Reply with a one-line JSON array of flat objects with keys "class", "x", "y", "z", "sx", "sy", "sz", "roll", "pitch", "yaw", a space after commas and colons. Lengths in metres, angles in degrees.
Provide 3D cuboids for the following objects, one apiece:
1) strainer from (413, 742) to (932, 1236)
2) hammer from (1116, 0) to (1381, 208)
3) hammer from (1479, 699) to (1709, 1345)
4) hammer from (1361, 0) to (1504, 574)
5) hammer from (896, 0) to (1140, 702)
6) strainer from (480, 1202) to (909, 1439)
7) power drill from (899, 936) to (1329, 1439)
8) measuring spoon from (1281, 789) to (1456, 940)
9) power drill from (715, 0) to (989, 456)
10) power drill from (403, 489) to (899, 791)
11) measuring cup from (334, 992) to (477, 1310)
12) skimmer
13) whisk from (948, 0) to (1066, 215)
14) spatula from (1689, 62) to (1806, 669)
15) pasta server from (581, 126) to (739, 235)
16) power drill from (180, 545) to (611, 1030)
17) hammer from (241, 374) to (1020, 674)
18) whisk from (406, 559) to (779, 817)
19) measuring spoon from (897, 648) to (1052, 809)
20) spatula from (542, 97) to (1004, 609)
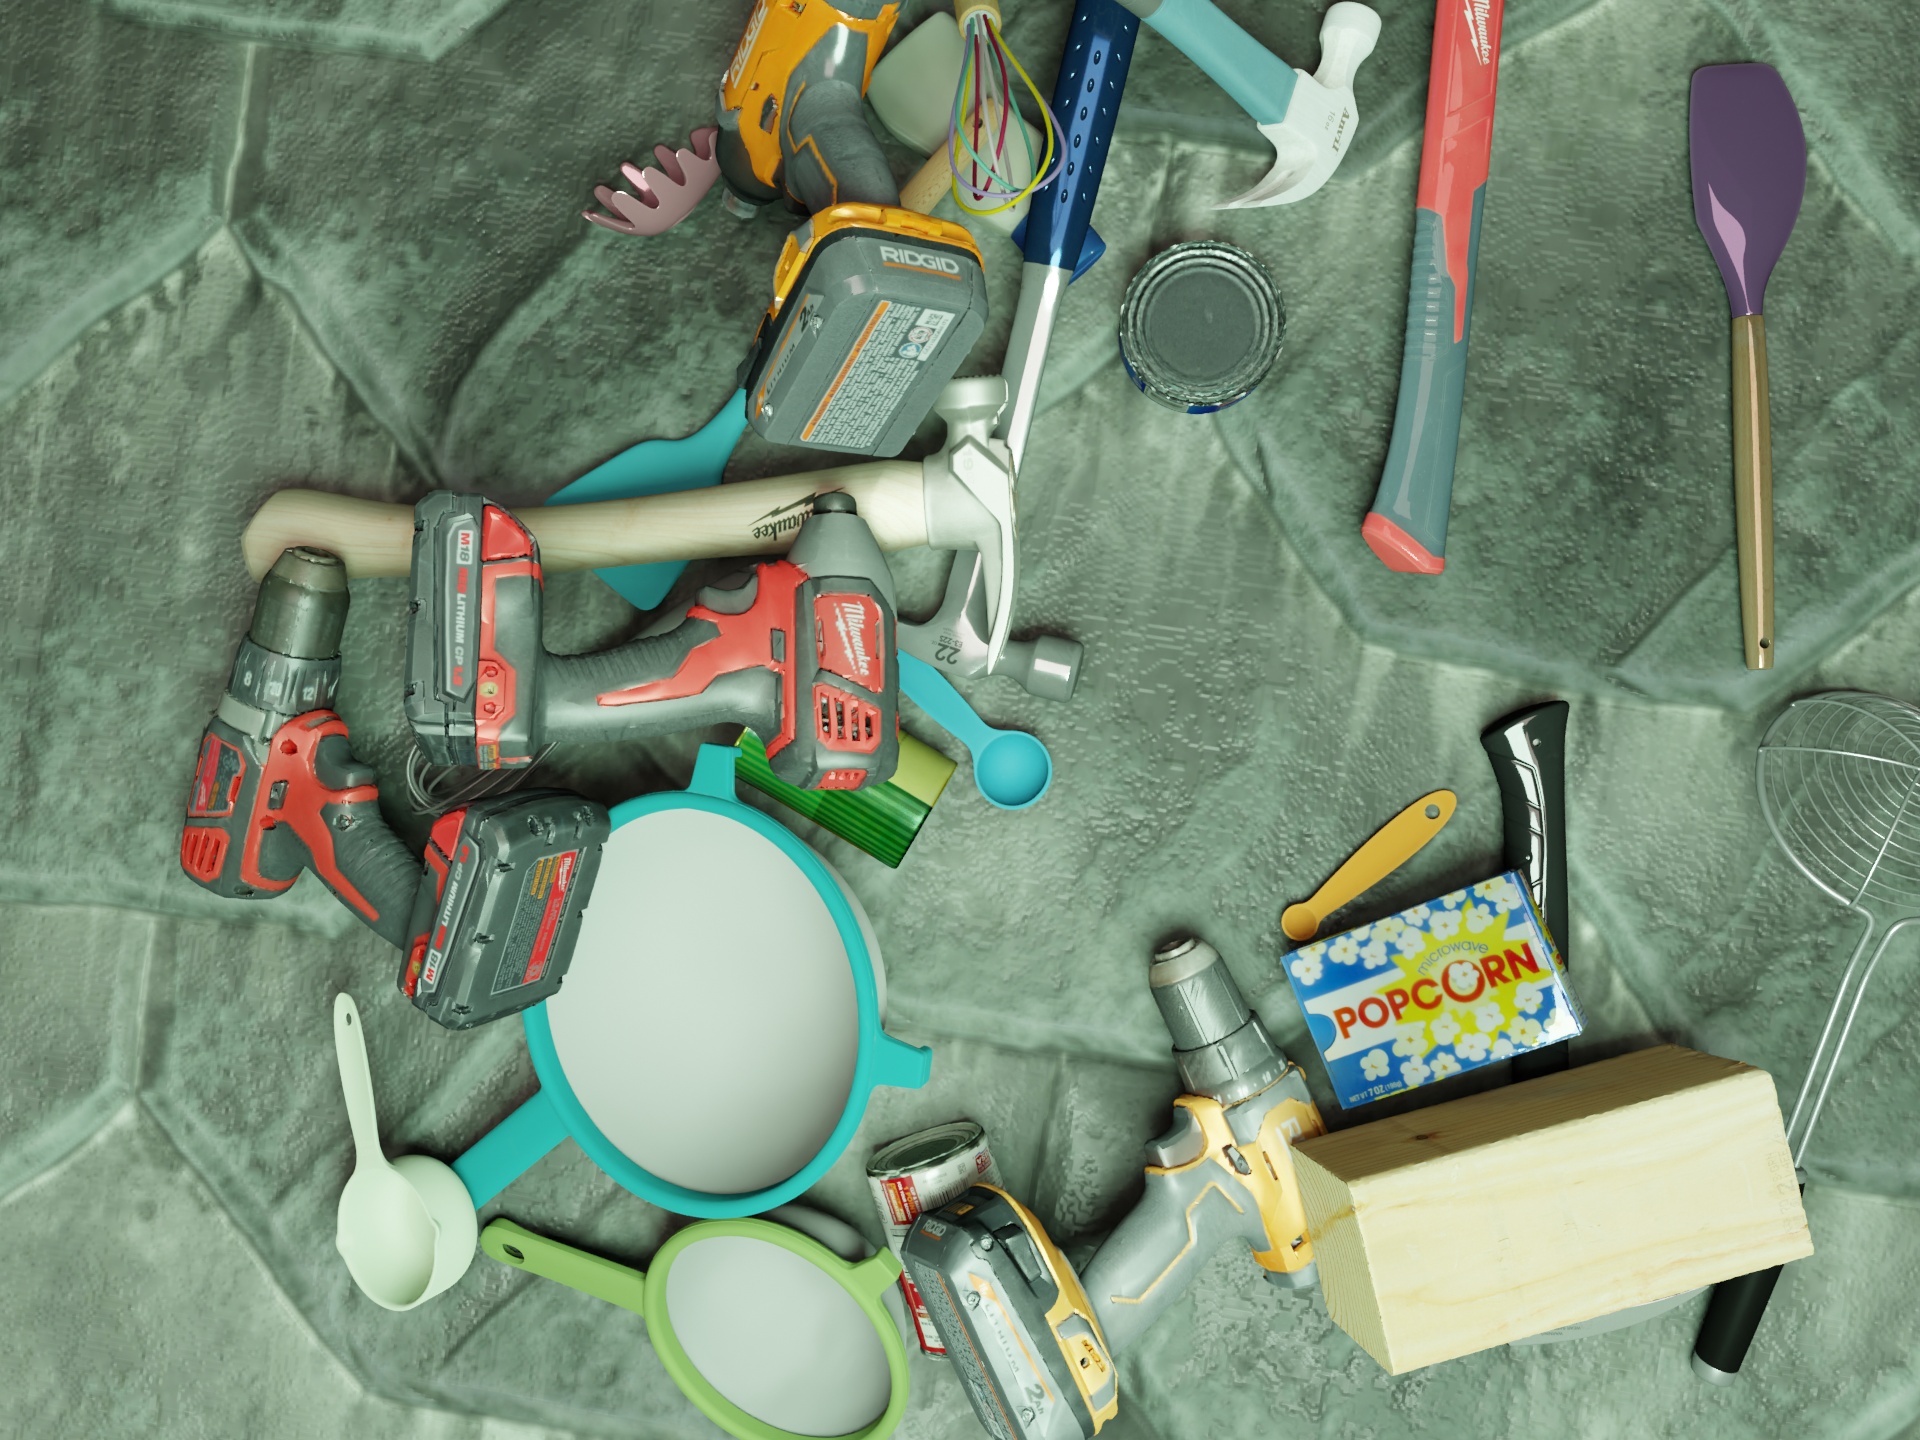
[{"class": "strainer", "x": -0.160, "y": 0.174, "z": 0.841, "sx": 0.340, "sy": 0.095, "sz": 0.211, "roll": -40, "pitch": 76, "yaw": 24}, {"class": "hammer", "x": 0.080, "y": -0.343, "z": 0.727, "sx": 0.330, "sy": 0.033, "sz": 0.128, "roll": 19, "pitch": 88, "yaw": -42}, {"class": "hammer", "x": 0.309, "y": 0.157, "z": 0.834, "sx": 0.146, "sy": 0.035, "sz": 0.335, "roll": -2, "pitch": 91, "yaw": 4}, {"class": "hammer", "x": 0.266, "y": -0.268, "z": 0.818, "sx": 0.143, "sy": 0.038, "sz": 0.386, "roll": 3, "pitch": 95, "yaw": -15}, {"class": "hammer", "x": 0.036, "y": -0.220, "z": 0.804, "sx": 0.144, "sy": 0.035, "sz": 0.405, "roll": 15, "pitch": 101, "yaw": 6}, {"class": "strainer", "x": -0.134, "y": 0.298, "z": 0.853, "sx": 0.256, "sy": 0.069, "sz": 0.151, "roll": 11, "pitch": 115, "yaw": 20}, {"class": "power drill", "x": 0.085, "y": 0.231, "z": 0.795, "sx": 0.226, "sy": 0.084, "sz": 0.185, "roll": -25, "pitch": 91, "yaw": -24}, {"class": "measuring spoon", "x": 0.218, "y": 0.077, "z": 0.850, "sx": 0.117, "sy": 0.011, "sz": 0.021, "roll": -40, "pitch": 86, "yaw": 0}, {"class": "power drill", "x": -0.066, "y": -0.238, "z": 0.745, "sx": 0.084, "sy": 0.164, "sz": 0.227, "roll": 2, "pitch": 61, "yaw": -28}, {"class": "power drill", "x": -0.136, "y": -0.042, "z": 0.732, "sx": 0.219, "sy": 0.078, "sz": 0.143, "roll": 2, "pitch": 76, "yaw": -14}, {"class": "measuring cup", "x": -0.301, "y": 0.225, "z": 0.848, "sx": 0.083, "sy": 0.038, "sz": 0.168, "roll": -18, "pitch": 82, "yaw": 30}, {"class": "skimmer", "x": 0.437, "y": 0.167, "z": 0.830, "sx": 0.127, "sy": 0.090, "sz": 0.363, "roll": 13, "pitch": 102, "yaw": 0}, {"class": "whisk", "x": 0.008, "y": -0.326, "z": 0.775, "sx": 0.051, "sy": 0.047, "sz": 0.245, "roll": 14, "pitch": 48, "yaw": -26}, {"class": "spatula", "x": 0.413, "y": -0.184, "z": 0.828, "sx": 0.060, "sy": 0.018, "sz": 0.316, "roll": -2, "pitch": 90, "yaw": 2}, {"class": "pasta server", "x": -0.079, "y": -0.371, "z": 0.841, "sx": 0.316, "sy": 0.060, "sz": 0.040, "roll": -48, "pitch": 120, "yaw": 1}, {"class": "power drill", "x": -0.289, "y": 0.032, "z": 0.796, "sx": 0.227, "sy": 0.080, "sz": 0.188, "roll": 25, "pitch": 104, "yaw": 22}, {"class": "hammer", "x": -0.174, "y": -0.088, "z": 0.820, "sx": 0.410, "sy": 0.038, "sz": 0.146, "roll": -3, "pitch": 99, "yaw": 10}, {"class": "whisk", "x": -0.195, "y": -0.019, "z": 0.854, "sx": 0.239, "sy": 0.055, "sz": 0.055, "roll": -32, "pitch": 90, "yaw": -2}, {"class": "measuring spoon", "x": -0.001, "y": -0.003, "z": 0.859, "sx": 0.129, "sy": 0.021, "sz": 0.042, "roll": 44, "pitch": 94, "yaw": 10}, {"class": "spatula", "x": -0.088, "y": -0.197, "z": 0.829, "sx": 0.082, "sy": 0.044, "sz": 0.317, "roll": 44, "pitch": 103, "yaw": 3}]
